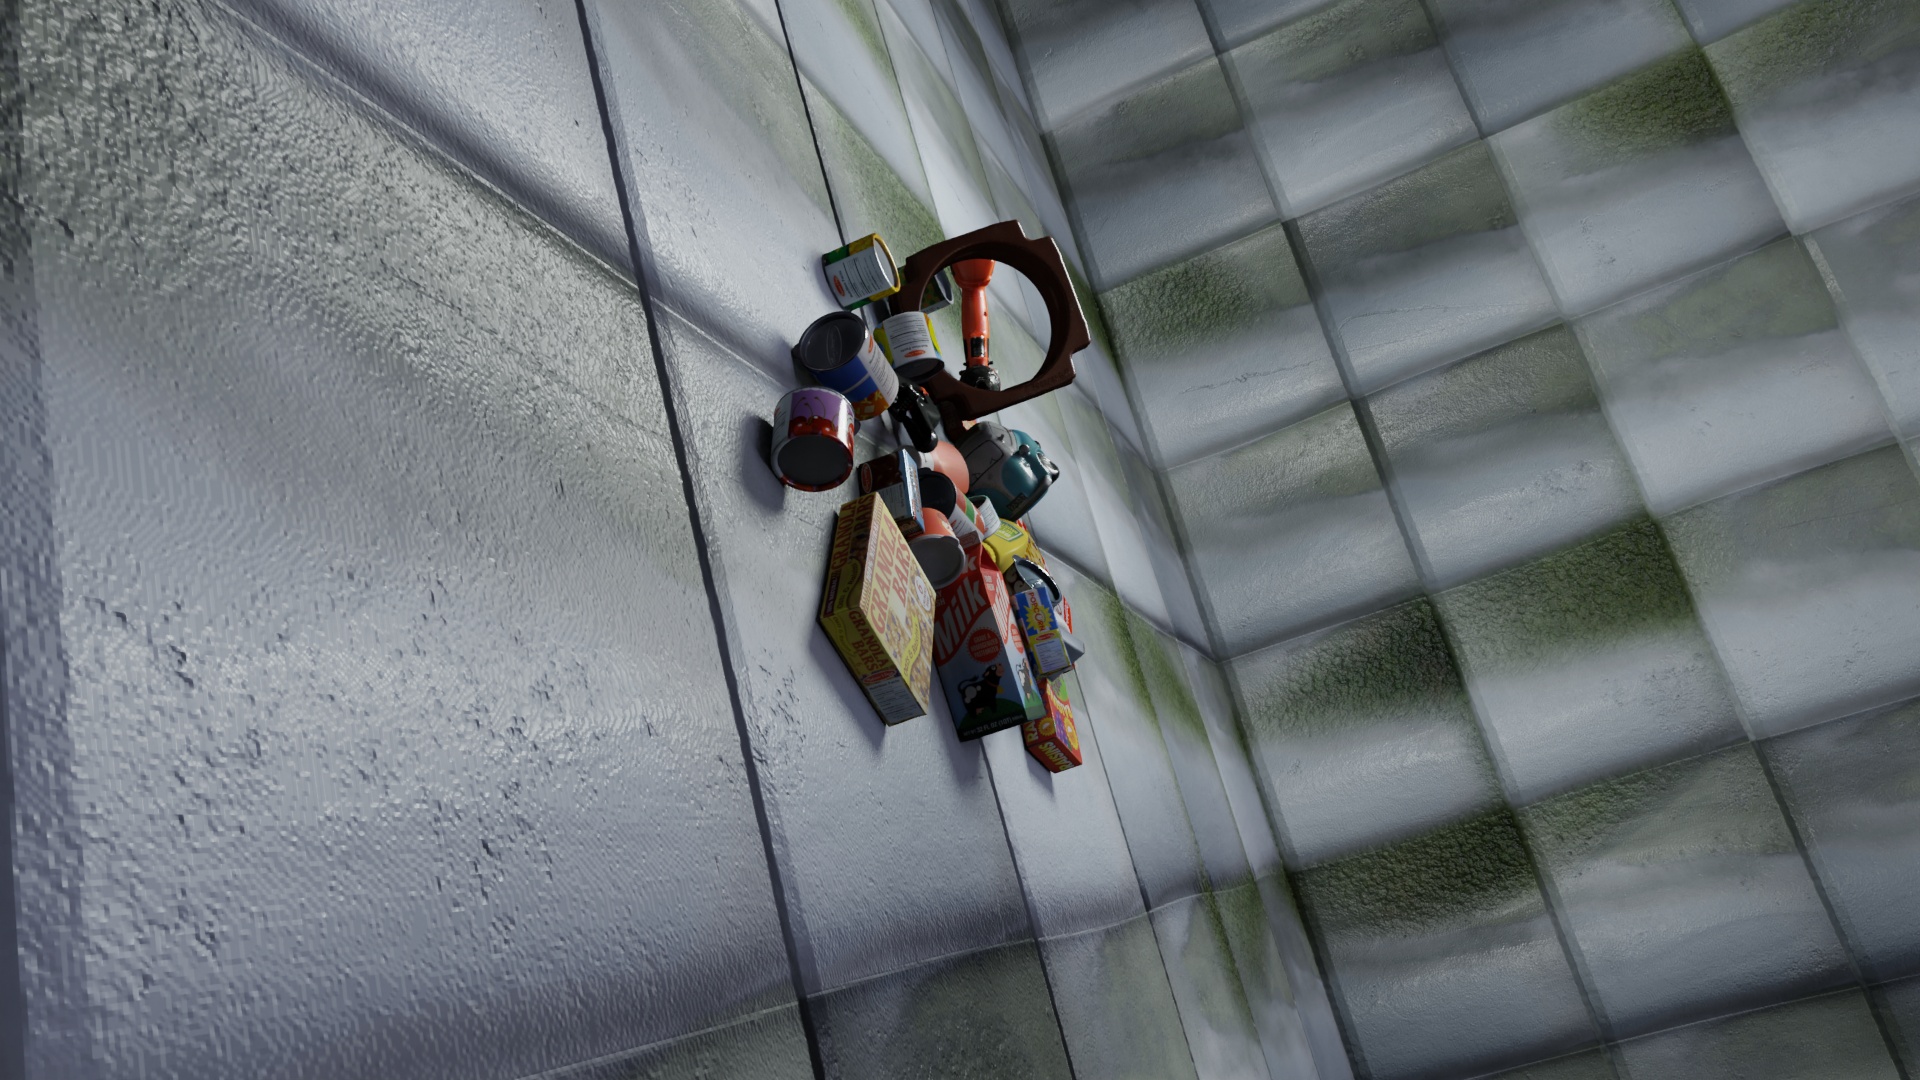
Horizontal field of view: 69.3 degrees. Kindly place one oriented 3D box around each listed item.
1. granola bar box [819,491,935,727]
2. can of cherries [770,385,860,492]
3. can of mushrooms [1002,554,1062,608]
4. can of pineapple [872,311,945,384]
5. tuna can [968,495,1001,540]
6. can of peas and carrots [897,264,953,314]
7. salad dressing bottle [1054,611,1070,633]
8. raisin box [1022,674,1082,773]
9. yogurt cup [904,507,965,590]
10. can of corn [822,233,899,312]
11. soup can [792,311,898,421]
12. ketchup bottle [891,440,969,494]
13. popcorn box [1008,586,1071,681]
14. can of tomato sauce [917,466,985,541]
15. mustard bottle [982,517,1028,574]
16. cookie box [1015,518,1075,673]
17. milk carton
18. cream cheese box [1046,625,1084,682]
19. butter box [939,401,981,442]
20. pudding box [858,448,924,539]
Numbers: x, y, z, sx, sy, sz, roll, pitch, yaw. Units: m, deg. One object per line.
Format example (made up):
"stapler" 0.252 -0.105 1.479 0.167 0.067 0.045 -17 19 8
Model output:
"granola bar box" -0.067 0.056 1.169 0.166 0.039 0.123 -87 153 -56
"can of cherries" -0.116 -0.081 1.115 0.059 0.071 0.071 -94 158 -47
"can of mushrooms" 0.072 0.051 1.485 0.071 0.033 0.071 35 23 -17
"can of pineapple" -0.056 -0.206 1.502 0.071 0.071 0.058 25 46 -69
"tuna can" 0.005 -0.018 1.474 0.071 0.071 0.032 -72 139 -67
"can of peas and carrots" -0.049 -0.306 1.671 0.071 0.058 0.071 -22 91 -75
"salad dressing bottle" 0.074 0.094 1.580 0.147 0.064 0.044 42 9 -46
"raisin box" 0.095 0.189 1.561 0.086 0.040 0.124 51 22 -51
"yogurt cup" -0.033 0.006 1.308 0.072 0.072 0.054 57 11 -40
"can of corn" -0.102 -0.280 1.449 0.071 0.058 0.071 -21 91 -75
"soup can" -0.104 -0.157 1.268 0.083 0.071 0.071 56 19 -54
"ketchup bottle" -0.033 -0.076 1.451 0.149 0.043 0.065 5 64 -73
"popcorn box" 0.059 0.105 1.418 0.126 0.038 0.085 -38 -112 64
"can of tomato sauce" -0.020 -0.024 1.386 0.083 0.071 0.071 46 28 -59
"mustard bottle" 0.030 0.013 1.516 0.161 0.065 0.048 -39 150 -71
"cookie box" 0.087 0.068 1.694 0.167 0.040 0.123 60 18 -29
"milk carton" 0.014 0.091 1.340 0.073 0.072 0.190 12 58 -72
"cream cheese box" 0.079 0.106 1.513 0.104 0.053 0.024 36 25 -15
"butter box" 0.006 -0.138 1.710 0.103 0.024 0.053 41 31 -61
"pudding box" -0.064 -0.040 1.284 0.030 0.049 0.084 54 21 -51
